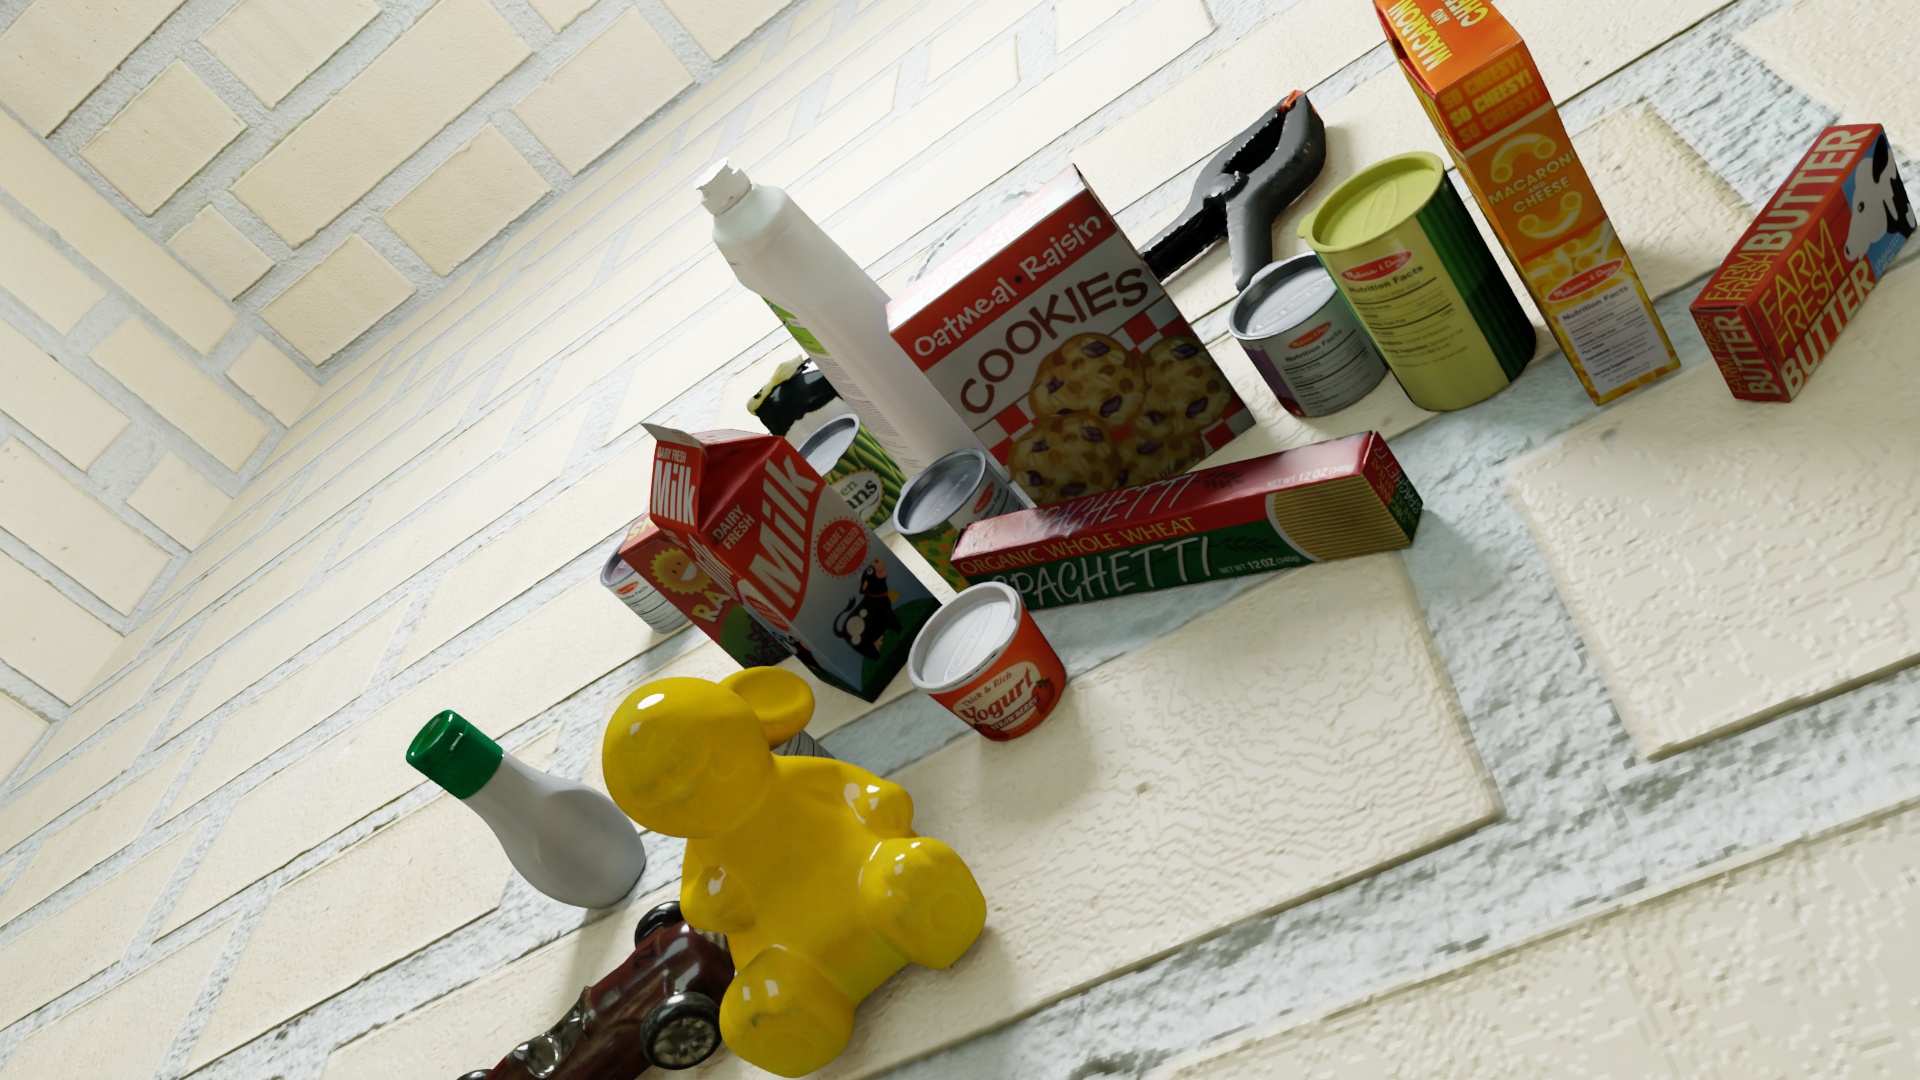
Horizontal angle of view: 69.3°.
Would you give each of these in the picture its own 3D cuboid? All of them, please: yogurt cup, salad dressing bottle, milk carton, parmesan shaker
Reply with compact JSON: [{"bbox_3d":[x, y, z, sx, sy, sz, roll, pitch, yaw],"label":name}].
[{"bbox_3d":[0.015,0.063,0.690,0.072,0.054,0.073,-31,30,20],"label":"yogurt cup"},{"bbox_3d":[-0.247,0.153,0.793,0.044,0.147,0.064,-12,40,43],"label":"salad dressing bottle"},{"bbox_3d":[-0.102,0.001,0.779,0.073,0.190,0.072,-51,29,-16],"label":"milk carton"},{"bbox_3d":[0.212,-0.118,0.644,0.071,0.103,0.072,-31,30,20],"label":"parmesan shaker"}]

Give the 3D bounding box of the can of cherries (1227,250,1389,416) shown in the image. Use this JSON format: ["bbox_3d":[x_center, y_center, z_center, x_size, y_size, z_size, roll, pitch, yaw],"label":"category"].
[{"bbox_3d":[0.181,-0.108,0.716,0.071,0.058,0.072,-31,30,20],"label":"can of cherries"}]

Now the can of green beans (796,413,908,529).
[{"bbox_3d":[-0.077,-0.043,0.950,0.071,0.057,0.071,-31,30,20],"label":"can of green beans"}]

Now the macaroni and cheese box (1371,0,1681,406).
[{"bbox_3d":[0.239,-0.155,0.594,0.040,0.166,0.124,-29,30,23],"label":"macaroni and cheese box"}]

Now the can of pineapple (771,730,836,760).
[{"bbox_3d":[-0.109,0.127,0.752,0.071,0.057,0.071,-31,30,20],"label":"can of pineapple"}]

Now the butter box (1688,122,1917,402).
[{"bbox_3d":[0.327,-0.107,0.537,0.104,0.053,0.024,-49,28,-12],"label":"butter box"}]

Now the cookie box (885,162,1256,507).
[{"bbox_3d":[0.059,-0.093,0.733,0.123,0.167,0.040,-35,29,13],"label":"cookie box"}]

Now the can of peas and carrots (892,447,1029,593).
[{"bbox_3d":[0.003,-0.010,0.802,0.071,0.058,0.071,-31,30,20],"label":"can of peas and carrots"}]

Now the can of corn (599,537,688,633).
[{"bbox_3d":[-0.224,0.025,1.038,0.071,0.058,0.071,-31,30,20],"label":"can of corn"}]

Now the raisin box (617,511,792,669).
[{"bbox_3d":[-0.137,0.020,0.867,0.086,0.123,0.040,-29,31,24],"label":"raisin box"}]

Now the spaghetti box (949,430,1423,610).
[{"bbox_3d":[0.098,-0.003,0.681,0.249,0.050,0.029,-13,40,43],"label":"spaghetti box"}]
